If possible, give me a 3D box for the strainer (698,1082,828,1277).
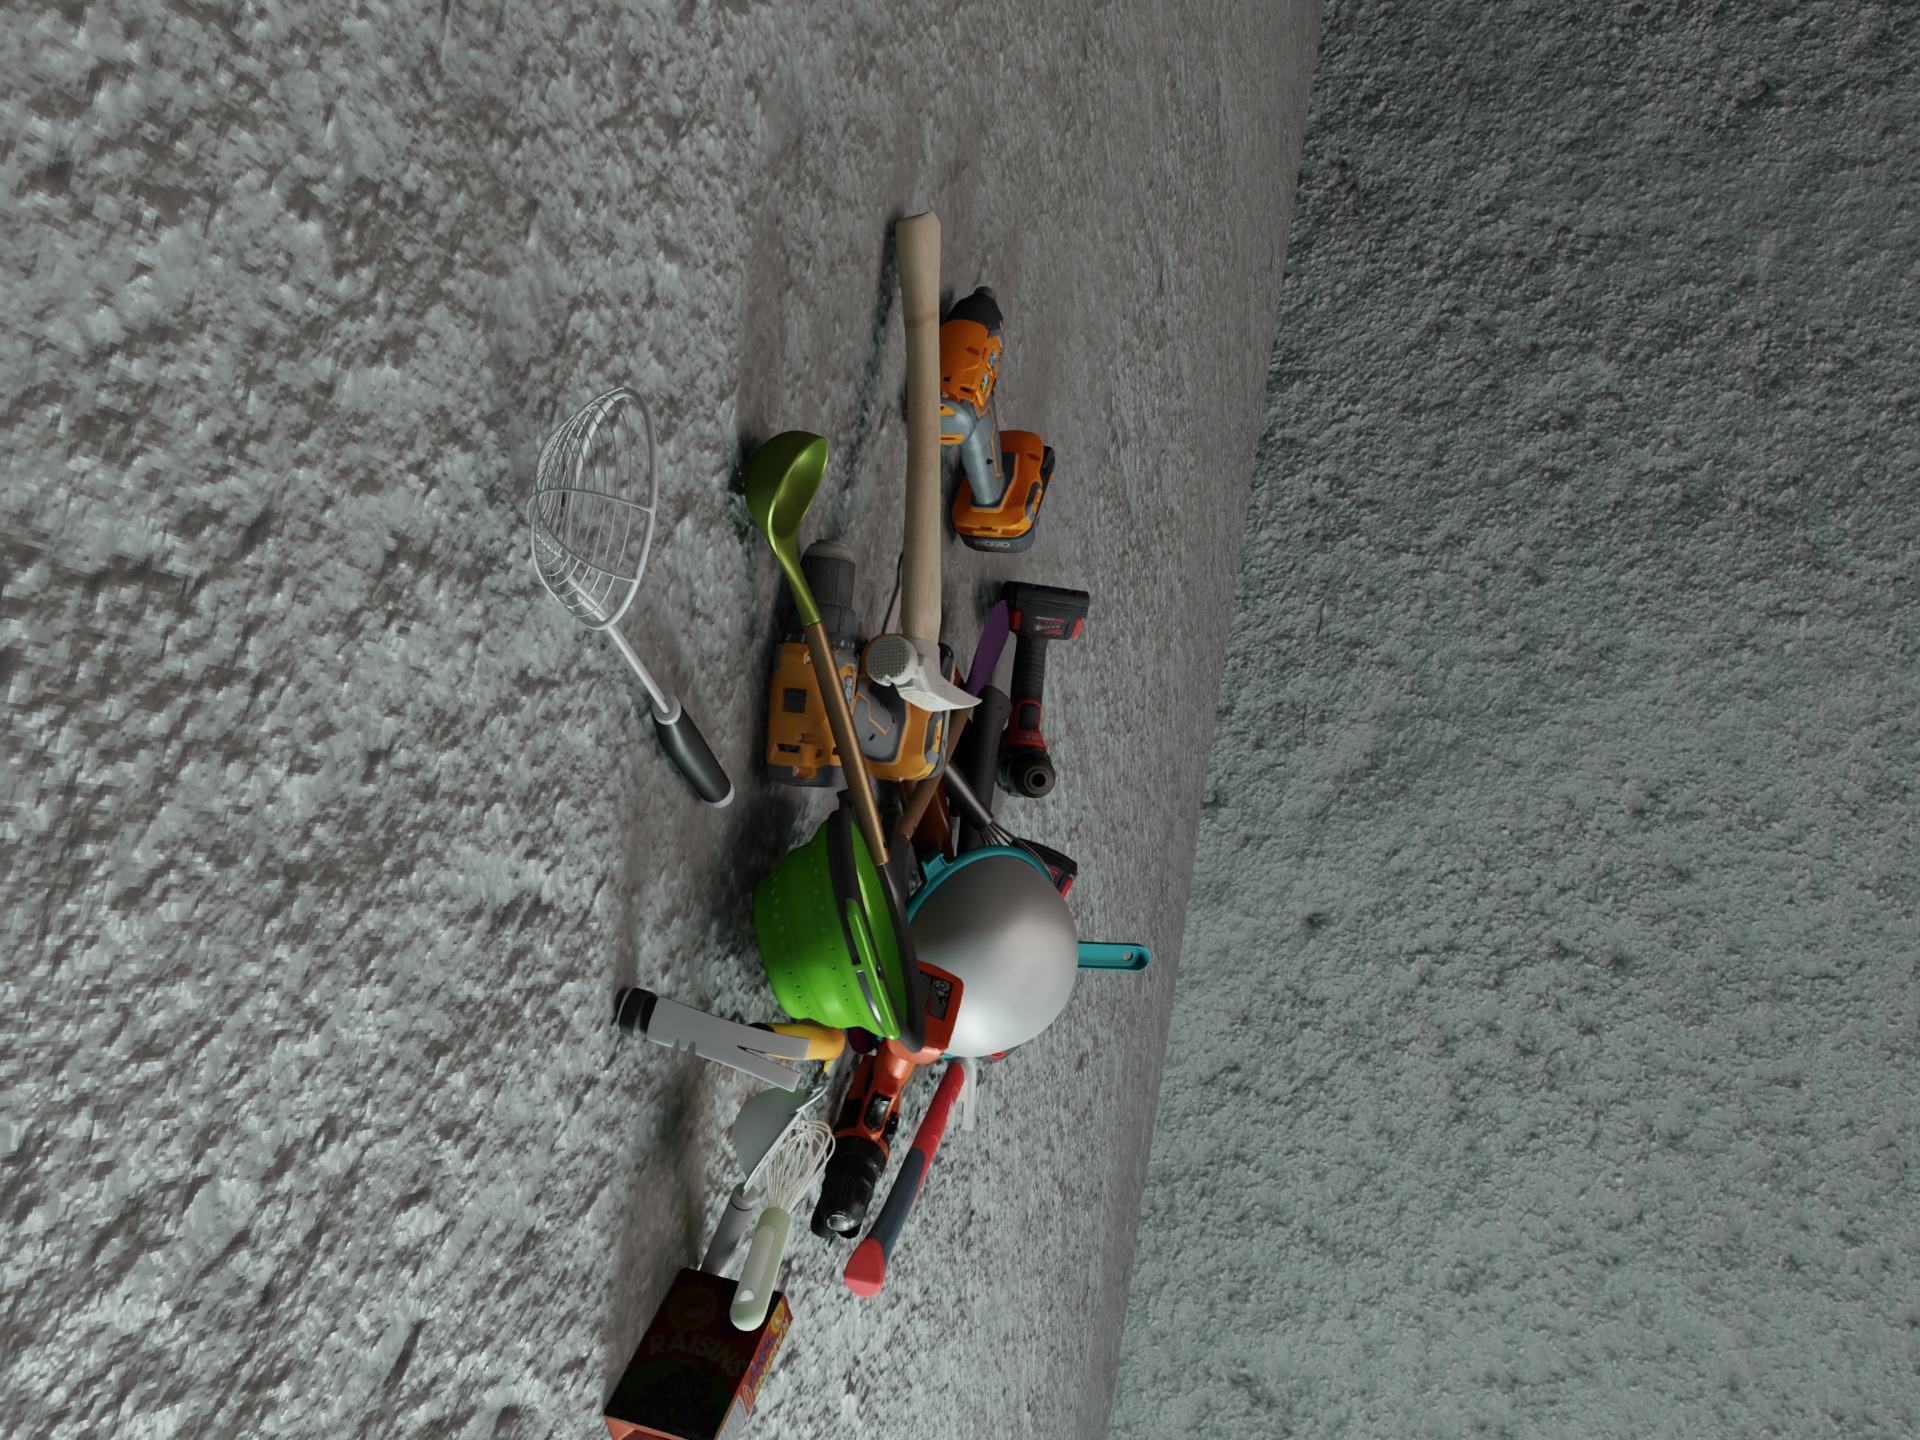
[{"bbox_3d":[-0.155,0.337,1.143,0.087,0.050,0.258,-46,163,-57],"label":"strainer"}]

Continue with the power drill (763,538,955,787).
[{"bbox_3d":[-0.079,-0.038,1.264,0.226,0.084,0.185,8,88,-68],"label":"power drill"}]

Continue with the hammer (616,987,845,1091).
[{"bbox_3d":[-0.133,0.236,1.171,0.336,0.127,0.034,51,55,-74],"label":"hammer"}]

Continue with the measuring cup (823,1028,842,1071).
[{"bbox_3d":[-0.108,0.233,1.385,0.062,0.029,0.156,-40,147,-73],"label":"measuring cup"}]

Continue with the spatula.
[{"bbox_3d":[-0.002,-0.005,1.436,0.316,0.018,0.059,-65,155,-44],"label":"spatula"}]

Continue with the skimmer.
[{"bbox_3d":[-0.168,-0.047,0.953,0.362,0.090,0.127,72,-1,-58],"label":"skimmer"}]

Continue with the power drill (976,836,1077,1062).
[{"bbox_3d":[0.063,0.239,1.679,0.143,0.078,0.220,-54,-161,41],"label":"power drill"}]

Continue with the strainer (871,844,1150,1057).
[{"bbox_3d":[0.084,0.234,1.493,0.340,0.095,0.211,9,100,-41],"label":"strainer"}]

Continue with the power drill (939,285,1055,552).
[{"bbox_3d":[0.024,-0.280,1.479,0.226,0.084,0.164,64,37,-54],"label":"power drill"}]

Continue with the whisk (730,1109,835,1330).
[{"bbox_3d":[-0.138,0.374,1.208,0.246,0.058,0.059,-76,157,-71],"label":"whisk"}]

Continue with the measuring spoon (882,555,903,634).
[{"bbox_3d":[-0.052,-0.095,1.414,0.034,0.018,0.124,59,43,-64],"label":"measuring spoon"}]

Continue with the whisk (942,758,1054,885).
[{"bbox_3d":[0.019,0.098,1.531,0.238,0.055,0.055,52,38,-21],"label":"whisk"}]

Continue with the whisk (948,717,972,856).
[{"bbox_3d":[-0.003,0.137,1.613,0.070,0.070,0.284,-1,94,-72],"label":"whisk"}]

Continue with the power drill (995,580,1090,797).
[{"bbox_3d":[0.077,-0.029,1.666,0.188,0.080,0.226,-141,-121,-81],"label":"power drill"}]

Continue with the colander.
[{"bbox_3d":[-0.096,0.144,1.282,0.397,0.094,0.204,-85,159,-78],"label":"colander"}]

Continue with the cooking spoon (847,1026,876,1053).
[{"bbox_3d":[-0.063,0.296,1.523,0.318,0.017,0.069,56,48,-69],"label":"cooking spoon"}]

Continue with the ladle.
[{"bbox_3d":[-0.088,-0.047,1.133,0.078,0.062,0.320,-43,121,-64],"label":"ladle"}]

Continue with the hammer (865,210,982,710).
[{"bbox_3d":[-0.026,-0.212,1.280,0.146,0.038,0.411,28,59,-63],"label":"hammer"}]

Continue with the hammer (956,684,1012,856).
[{"bbox_3d":[0.005,0.129,1.566,0.146,0.035,0.335,16,76,-39],"label":"hammer"}]

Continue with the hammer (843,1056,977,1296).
[{"bbox_3d":[-0.042,0.452,1.599,0.386,0.038,0.143,-55,150,-65],"label":"hammer"}]
